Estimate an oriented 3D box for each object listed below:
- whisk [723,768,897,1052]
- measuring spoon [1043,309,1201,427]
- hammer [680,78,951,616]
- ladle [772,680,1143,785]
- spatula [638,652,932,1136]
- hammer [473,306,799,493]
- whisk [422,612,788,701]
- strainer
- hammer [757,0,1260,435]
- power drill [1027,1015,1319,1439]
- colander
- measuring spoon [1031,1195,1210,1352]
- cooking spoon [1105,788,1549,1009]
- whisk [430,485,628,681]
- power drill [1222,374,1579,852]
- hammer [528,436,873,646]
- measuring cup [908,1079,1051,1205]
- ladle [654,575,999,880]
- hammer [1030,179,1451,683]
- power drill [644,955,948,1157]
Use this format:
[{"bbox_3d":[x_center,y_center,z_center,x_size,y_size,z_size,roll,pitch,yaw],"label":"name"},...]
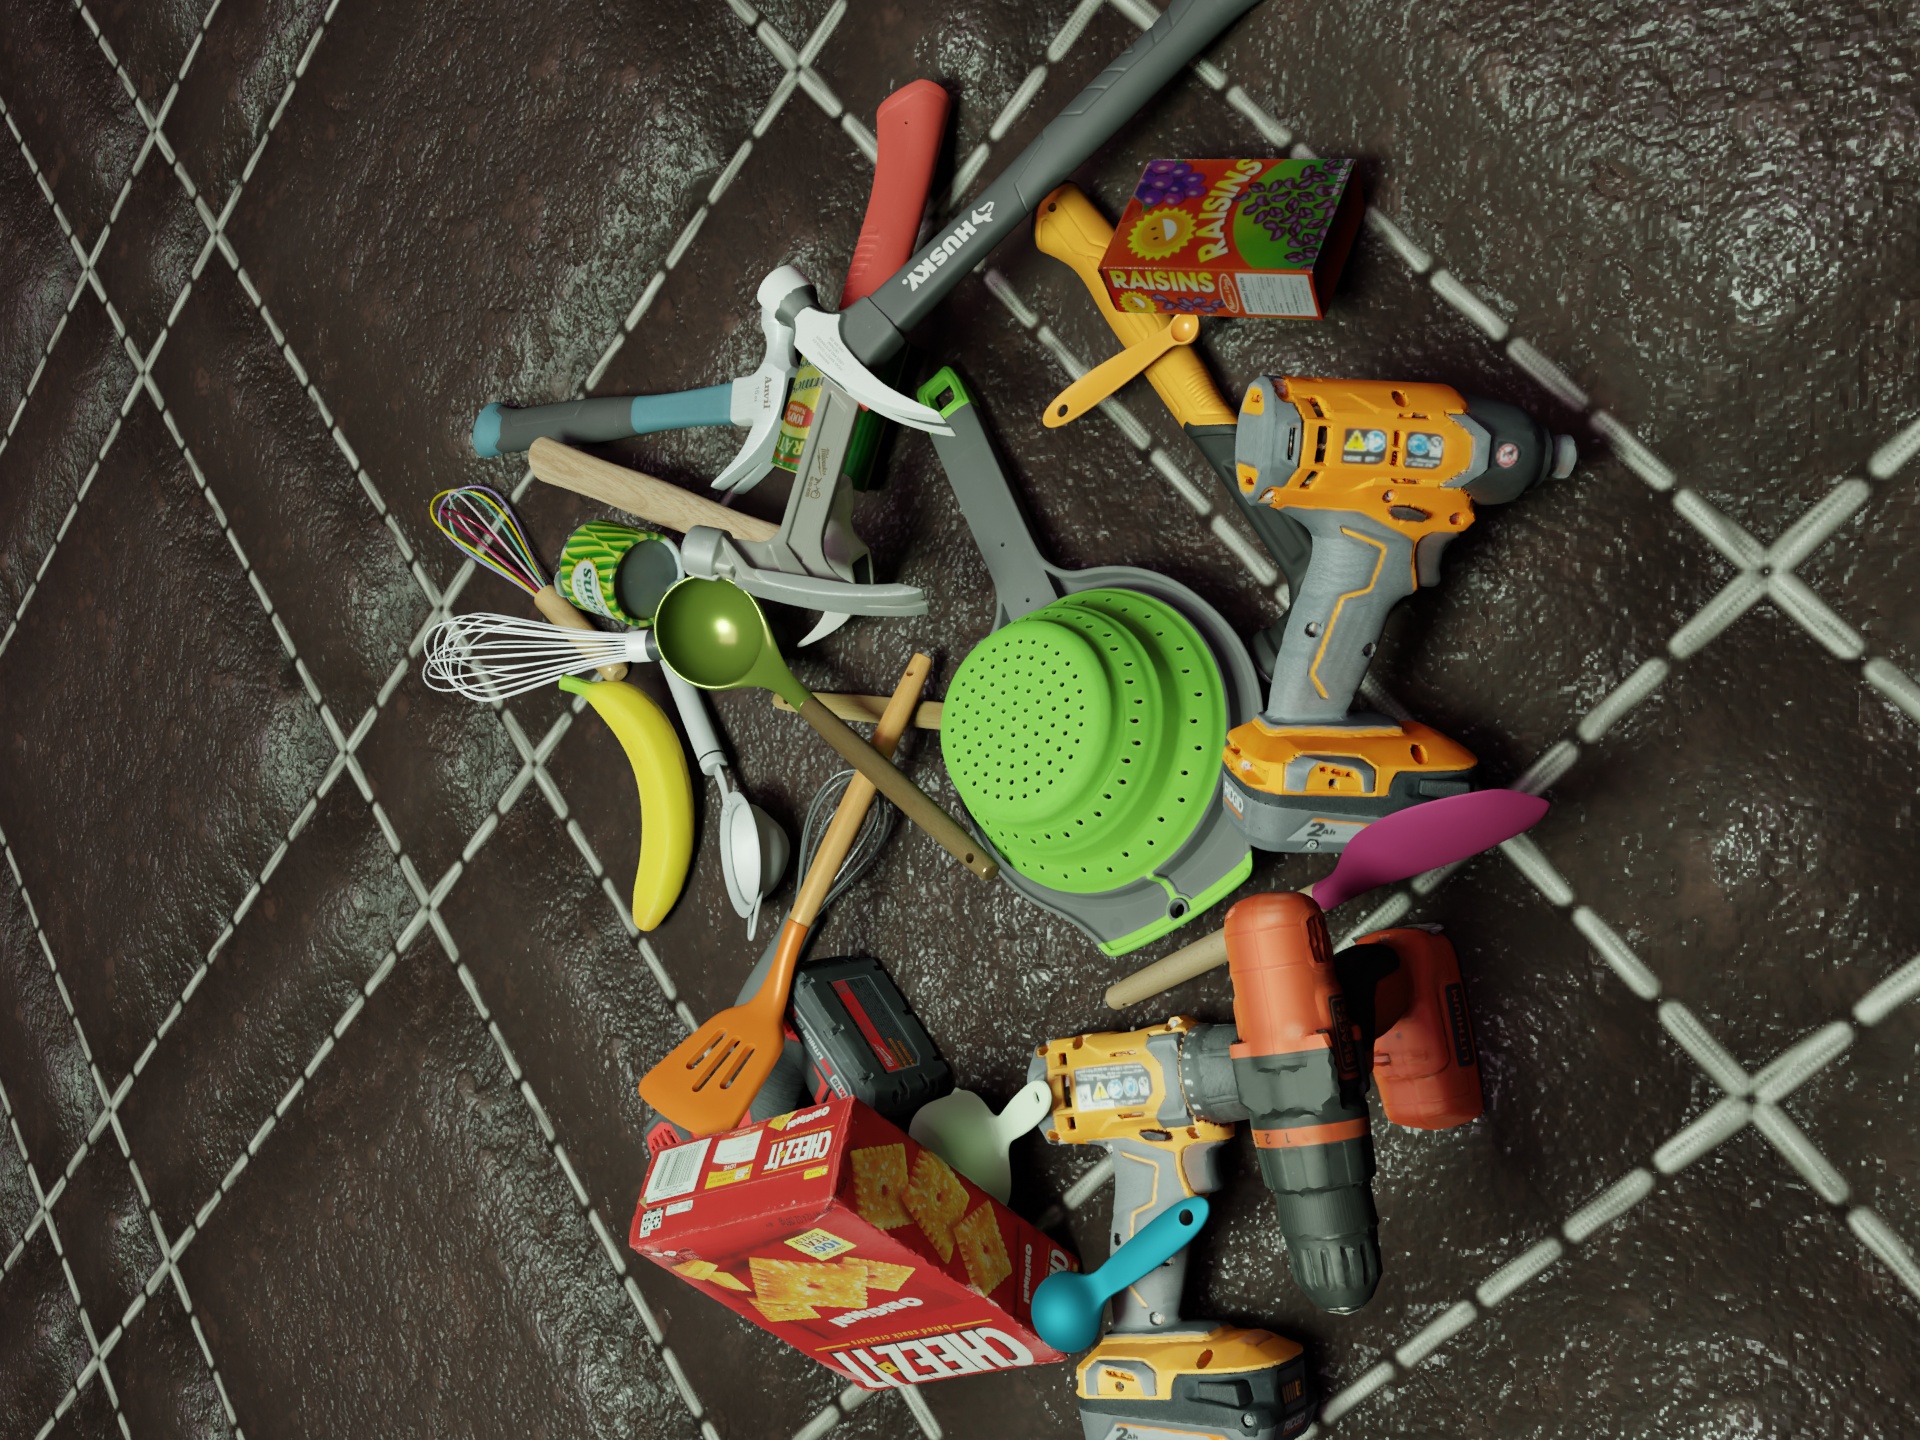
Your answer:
[{"bbox_3d":[-0.108,0.132,1.065,0.055,0.055,0.239,40,114,29],"label":"whisk"},{"bbox_3d":[0.093,-0.200,0.920,0.117,0.011,0.021,-29,65,36],"label":"measuring spoon"},{"bbox_3d":[-0.052,-0.237,0.978,0.149,0.036,0.359,11,72,11],"label":"hammer"},{"bbox_3d":[-0.002,-0.003,1.008,0.315,0.031,0.069,5,87,37],"label":"ladle"},{"bbox_3d":[-0.094,0.101,0.985,0.081,0.041,0.323,19,80,36],"label":"spatula"},{"bbox_3d":[-0.248,-0.228,1.187,0.331,0.033,0.128,2,88,35],"label":"hammer"},{"bbox_3d":[-0.257,-0.050,1.135,0.284,0.070,0.070,-3,86,16],"label":"whisk"},{"bbox_3d":[-0.168,0.035,1.114,0.259,0.050,0.086,64,147,25],"label":"strainer"},{"bbox_3d":[0.045,-0.311,0.920,0.335,0.035,0.146,-43,72,5],"label":"hammer"},{"bbox_3d":[0.135,0.276,0.869,0.185,0.084,0.226,-16,74,33],"label":"power drill"},{"bbox_3d":[0.029,-0.062,0.918,0.204,0.094,0.397,-36,61,27],"label":"colander"},{"bbox_3d":[0.082,0.291,0.842,0.128,0.021,0.042,-46,56,21],"label":"measuring spoon"},{"bbox_3d":[0.170,0.100,0.822,0.319,0.068,0.017,-39,45,50],"label":"cooking spoon"},{"bbox_3d":[-0.338,-0.108,1.240,0.245,0.047,0.051,43,110,25],"label":"whisk"},{"bbox_3d":[0.214,-0.052,0.785,0.164,0.084,0.226,1,104,-5],"label":"power drill"},{"bbox_3d":[-0.187,-0.142,1.100,0.331,0.031,0.130,23,137,35],"label":"hammer"},{"bbox_3d":[0.010,0.246,0.934,0.083,0.038,0.167,67,152,23],"label":"measuring cup"},{"bbox_3d":[-0.088,0.004,0.987,0.320,0.062,0.078,40,109,37],"label":"ladle"},{"bbox_3d":[0.140,-0.189,0.910,0.127,0.034,0.337,-41,66,27],"label":"hammer"},{"bbox_3d":[-0.114,0.269,1.047,0.219,0.078,0.143,-50,62,26],"label":"power drill"}]
